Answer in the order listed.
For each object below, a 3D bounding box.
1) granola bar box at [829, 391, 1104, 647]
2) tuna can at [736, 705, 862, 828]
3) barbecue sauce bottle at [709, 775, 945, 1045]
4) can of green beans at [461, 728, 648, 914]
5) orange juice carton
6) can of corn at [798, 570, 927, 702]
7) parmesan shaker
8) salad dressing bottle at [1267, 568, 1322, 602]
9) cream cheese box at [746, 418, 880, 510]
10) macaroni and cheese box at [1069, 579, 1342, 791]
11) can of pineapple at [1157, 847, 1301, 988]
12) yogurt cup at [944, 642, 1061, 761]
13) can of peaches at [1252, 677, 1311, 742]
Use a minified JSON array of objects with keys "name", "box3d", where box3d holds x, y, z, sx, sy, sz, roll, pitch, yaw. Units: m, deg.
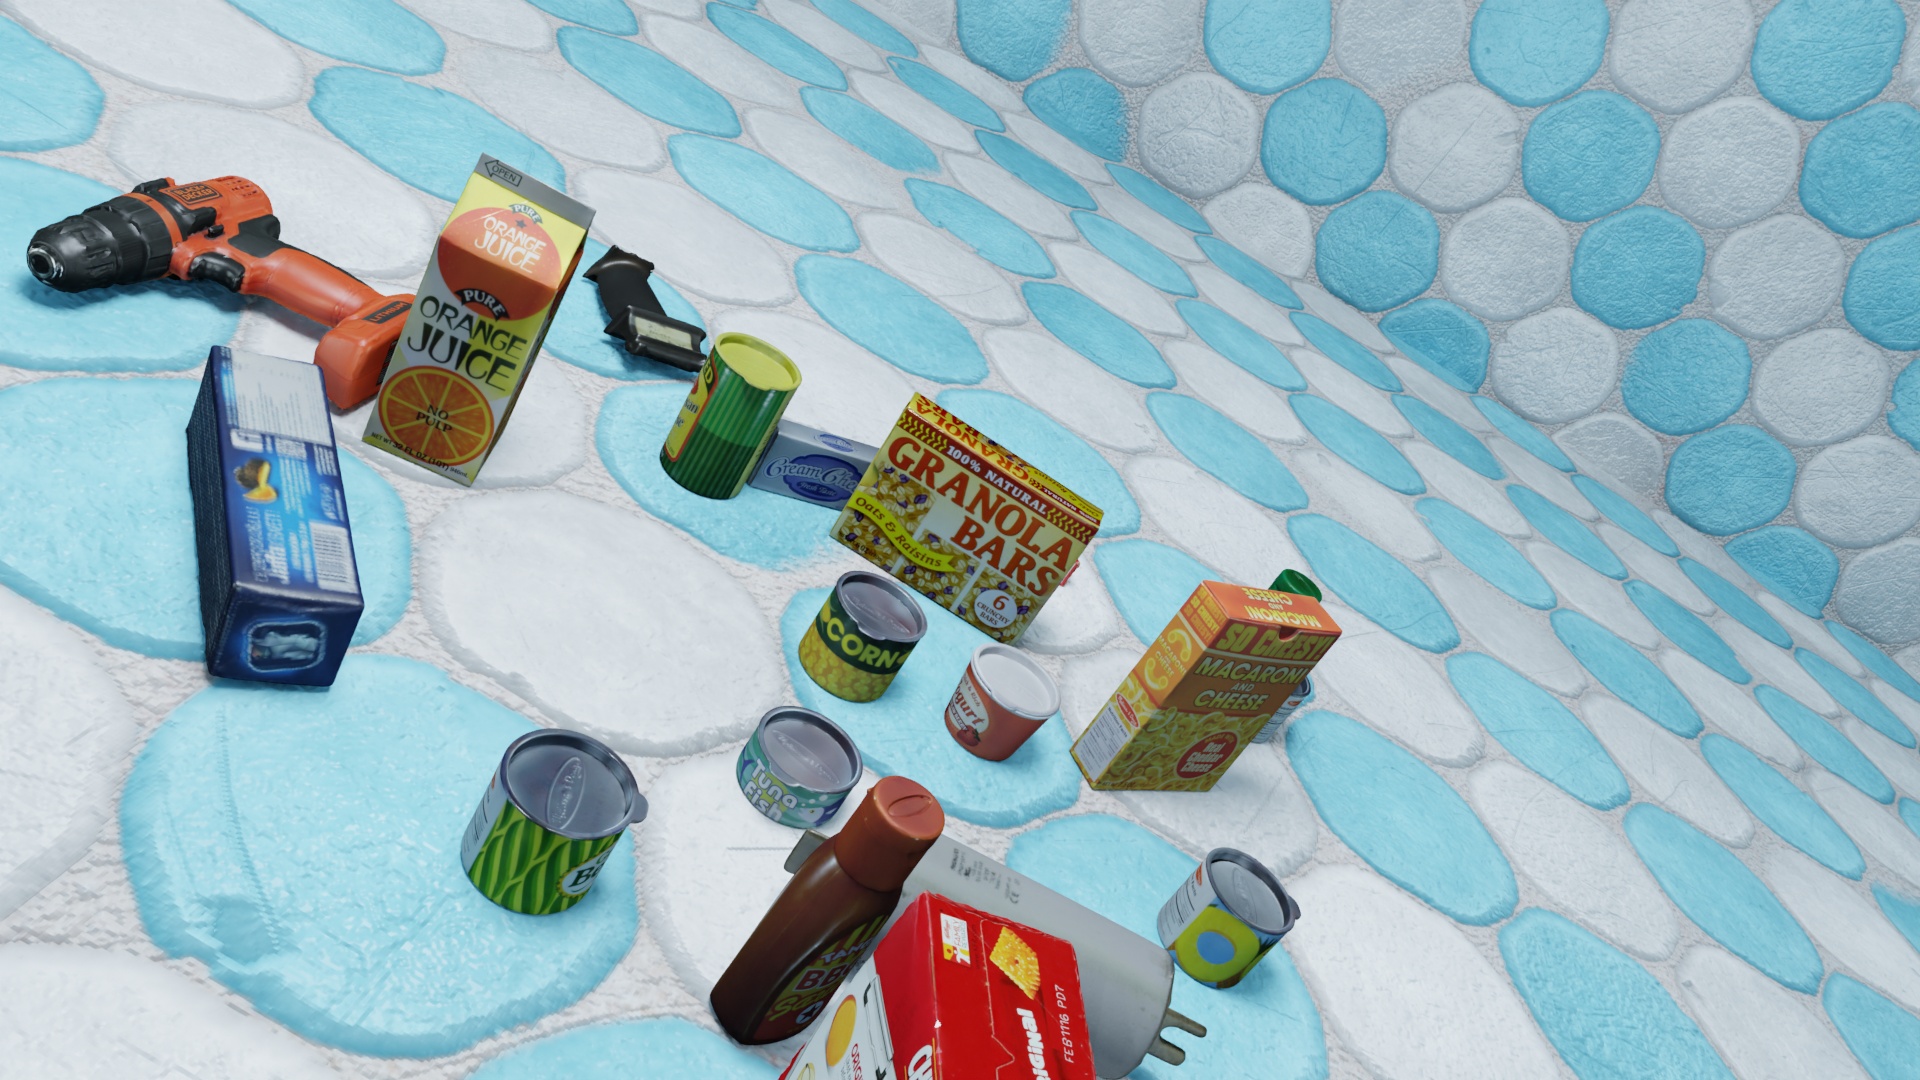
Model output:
[{"name":"granola bar box","box3d":[0.004,-0.013,1.027,0.165,0.123,0.039,32,27,-2]},{"name":"tuna can","box3d":[-0.093,0.130,0.791,0.071,0.032,0.071,26,28,-15]},{"name":"barbecue sauce bottle","box3d":[-0.058,0.170,0.639,0.065,0.148,0.044,-5,46,-51]},{"name":"can of green beans","box3d":[-0.193,0.132,0.653,0.071,0.057,0.071,26,28,-15]},{"name":"orange juice carton","box3d":[-0.288,-0.136,0.841,0.072,0.191,0.073,25,28,-16]},{"name":"can of corn","box3d":[-0.065,0.064,0.901,0.071,0.058,0.071,26,28,-15]},{"name":"parmesan shaker","box3d":[-0.165,-0.087,0.989,0.071,0.102,0.071,26,28,-15]},{"name":"salad dressing bottle","box3d":[0.220,0.086,1.072,0.044,0.147,0.064,9,36,-40]},{"name":"cream cheese box","box3d":[-0.107,-0.055,1.054,0.104,0.053,0.024,15,32,-31]},{"name":"macaroni and cheese box","box3d":[0.171,0.106,0.966,0.124,0.165,0.040,9,36,-39]},{"name":"can of pineapple","box3d":[0.167,0.237,0.868,0.071,0.057,0.071,26,28,-15]},{"name":"yogurt cup","box3d":[0.025,0.110,0.927,0.072,0.053,0.073,26,28,-15]},{"name":"can of peaches","box3d":[0.241,0.121,1.134,0.071,0.057,0.071,26,28,-15]}]
